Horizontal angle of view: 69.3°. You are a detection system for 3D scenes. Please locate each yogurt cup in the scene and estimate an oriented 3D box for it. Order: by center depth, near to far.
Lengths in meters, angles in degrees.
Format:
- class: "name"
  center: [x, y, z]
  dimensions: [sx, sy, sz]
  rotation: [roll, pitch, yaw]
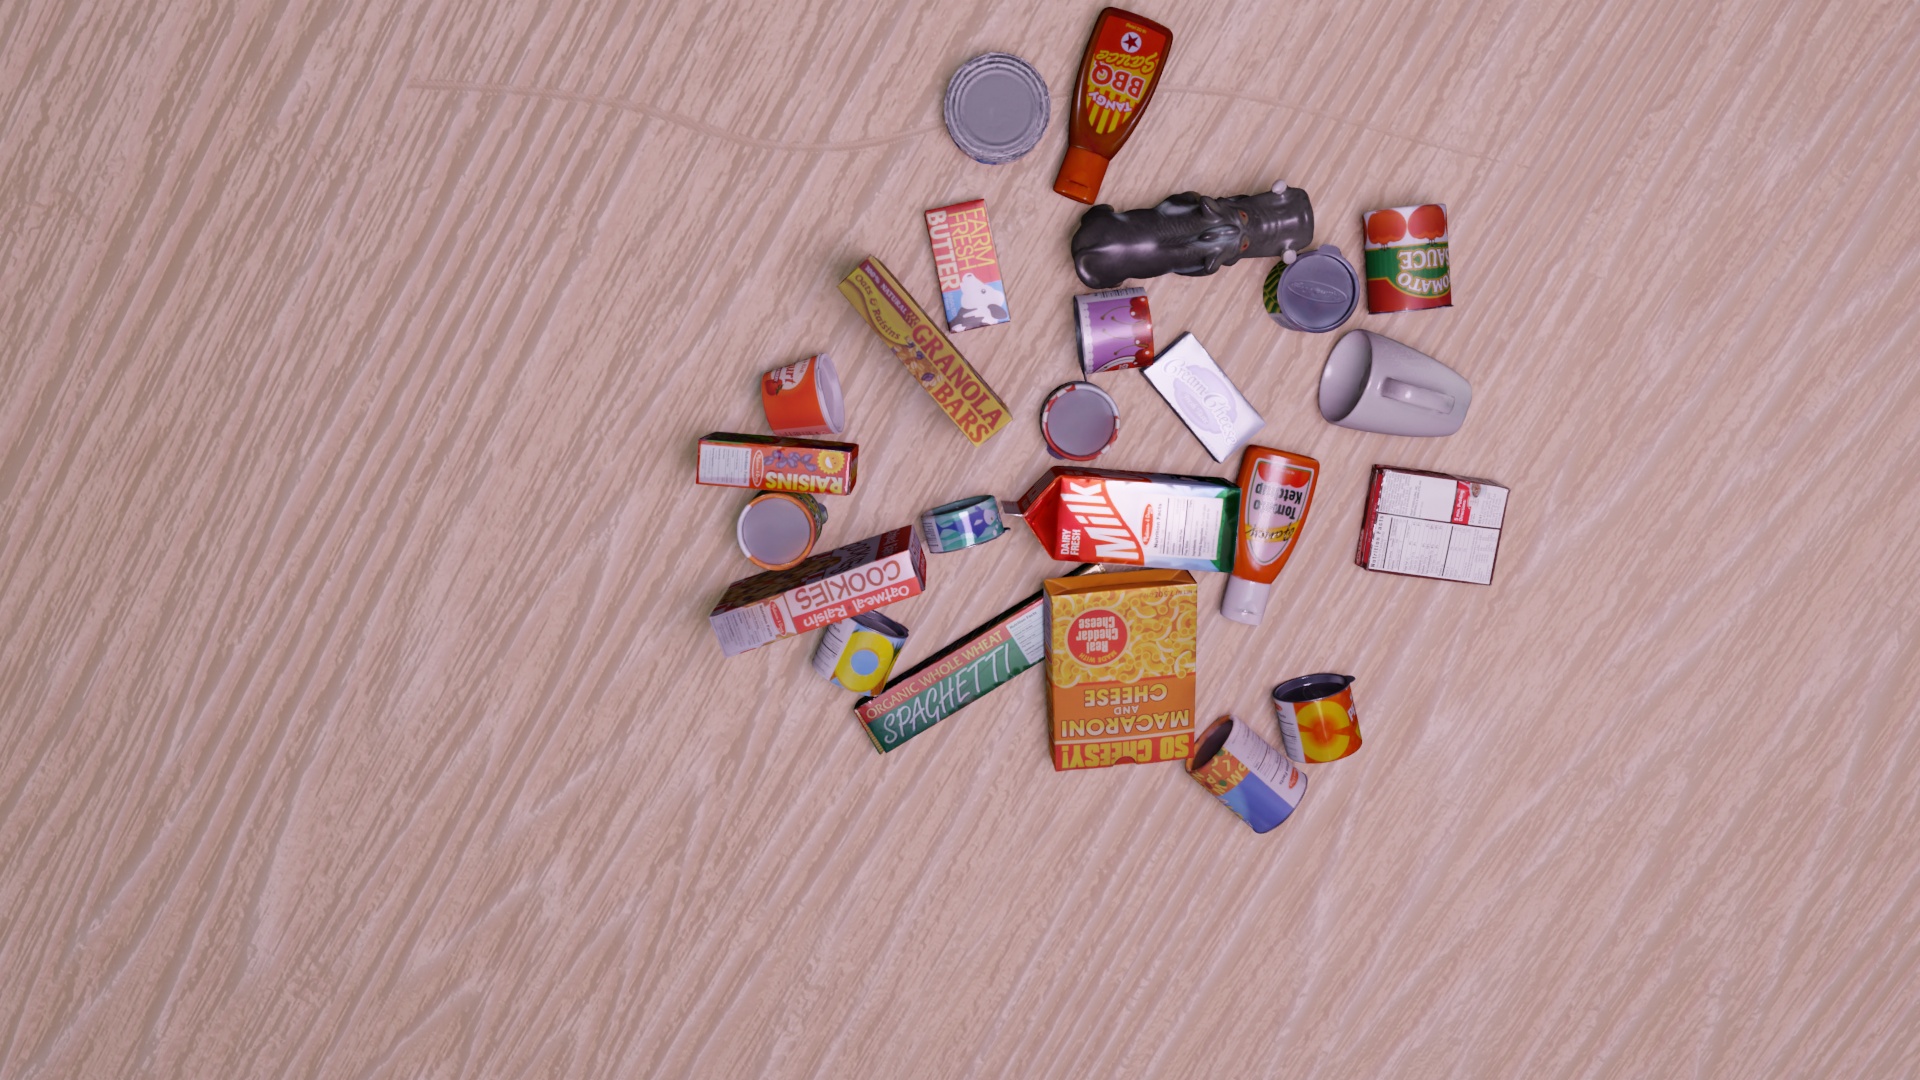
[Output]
- class: "yogurt cup"
  center: [-0.130, -0.117, 1.146]
  dimensions: [0.054, 0.072, 0.072]
  rotation: [-10, 99, 9]

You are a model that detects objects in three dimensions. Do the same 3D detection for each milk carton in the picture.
- class: "milk carton"
  center: [0.130, -0.020, 1.159]
  dimensions: [0.191, 0.072, 0.073]
  rotation: [4, 99, -2]

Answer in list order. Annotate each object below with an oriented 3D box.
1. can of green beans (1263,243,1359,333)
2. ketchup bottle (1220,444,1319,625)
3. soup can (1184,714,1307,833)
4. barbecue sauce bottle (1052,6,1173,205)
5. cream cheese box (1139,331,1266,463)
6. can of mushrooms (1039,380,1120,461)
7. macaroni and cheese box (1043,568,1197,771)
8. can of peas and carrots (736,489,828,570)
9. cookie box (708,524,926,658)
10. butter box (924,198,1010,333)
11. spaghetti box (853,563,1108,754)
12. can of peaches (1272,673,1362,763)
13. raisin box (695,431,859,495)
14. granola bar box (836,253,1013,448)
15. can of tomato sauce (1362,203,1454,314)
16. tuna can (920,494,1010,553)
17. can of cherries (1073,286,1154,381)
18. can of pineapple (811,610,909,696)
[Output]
- class: "can of green beans"
  center: [0.286, -0.203, 1.137]
  dimensions: [0.071, 0.058, 0.071]
  rotation: [0, 99, 0]
- class: "ketchup bottle"
  center: [0.256, -0.004, 1.177]
  dimensions: [0.065, 0.043, 0.148]
  rotation: [12, 99, -3]
- class: "soup can"
  center: [0.244, 0.203, 1.199]
  dimensions: [0.084, 0.071, 0.071]
  rotation: [40, 97, -6]
- class: "barbecue sauce bottle"
  center: [0.117, -0.347, 1.121]
  dimensions: [0.065, 0.044, 0.148]
  rotation: [20, 99, -3]
- class: "cream cheese box"
  center: [0.204, -0.121, 1.167]
  dimensions: [0.053, 0.024, 0.103]
  rotation: [-41, 97, 4]
- class: "can of mushrooms"
  center: [0.099, -0.098, 1.165]
  dimensions: [0.071, 0.033, 0.071]
  rotation: [0, 99, -1]
- class: "macaroni and cheese box"
  center: [0.135, 0.111, 1.174]
  dimensions: [0.124, 0.040, 0.165]
  rotation: [-5, 111, -5]
- class: "can of peas and carrots"
  center: [-0.148, -0.012, 1.164]
  dimensions: [0.071, 0.059, 0.070]
  rotation: [0, 100, 0]
- class: "cookie box"
  center: [-0.112, 0.040, 1.140]
  dimensions: [0.167, 0.123, 0.040]
  rotation: [-18, 100, 2]
- class: "butter box"
  center: [0.006, -0.227, 1.149]
  dimensions: [0.053, 0.024, 0.103]
  rotation: [-13, 99, 1]
- class: "spaghetti box"
  center: [0.025, 0.100, 1.198]
  dimensions: [0.250, 0.029, 0.050]
  rotation: [-31, 98, 4]
- class: "can of peaches"
  center: [0.308, 0.152, 1.189]
  dimensions: [0.071, 0.071, 0.058]
  rotation: [-14, 100, 2]
- class: "raisin box"
  center: [-0.148, -0.063, 1.142]
  dimensions: [0.123, 0.086, 0.040]
  rotation: [4, 98, -1]
- class: "granola bar box"
  center: [-0.028, -0.151, 1.109]
  dimensions: [0.039, 0.124, 0.165]
  rotation: [-41, 97, 6]
- class: "can of tomato sauce"
  center: [0.364, -0.228, 1.128]
  dimensions: [0.071, 0.071, 0.083]
  rotation: [-6, 99, 1]
- class: "tuna can"
  center: [0.004, -0.015, 1.161]
  dimensions: [0.071, 0.071, 0.032]
  rotation: [-15, 99, 2]
- class: "can of cherries"
  center: [0.125, -0.169, 1.137]
  dimensions: [0.058, 0.071, 0.071]
  rotation: [-8, 99, 1]
- class: "can of pineapple"
  center: [-0.084, 0.092, 1.178]
  dimensions: [0.071, 0.071, 0.057]
  rotation: [25, 99, -4]
